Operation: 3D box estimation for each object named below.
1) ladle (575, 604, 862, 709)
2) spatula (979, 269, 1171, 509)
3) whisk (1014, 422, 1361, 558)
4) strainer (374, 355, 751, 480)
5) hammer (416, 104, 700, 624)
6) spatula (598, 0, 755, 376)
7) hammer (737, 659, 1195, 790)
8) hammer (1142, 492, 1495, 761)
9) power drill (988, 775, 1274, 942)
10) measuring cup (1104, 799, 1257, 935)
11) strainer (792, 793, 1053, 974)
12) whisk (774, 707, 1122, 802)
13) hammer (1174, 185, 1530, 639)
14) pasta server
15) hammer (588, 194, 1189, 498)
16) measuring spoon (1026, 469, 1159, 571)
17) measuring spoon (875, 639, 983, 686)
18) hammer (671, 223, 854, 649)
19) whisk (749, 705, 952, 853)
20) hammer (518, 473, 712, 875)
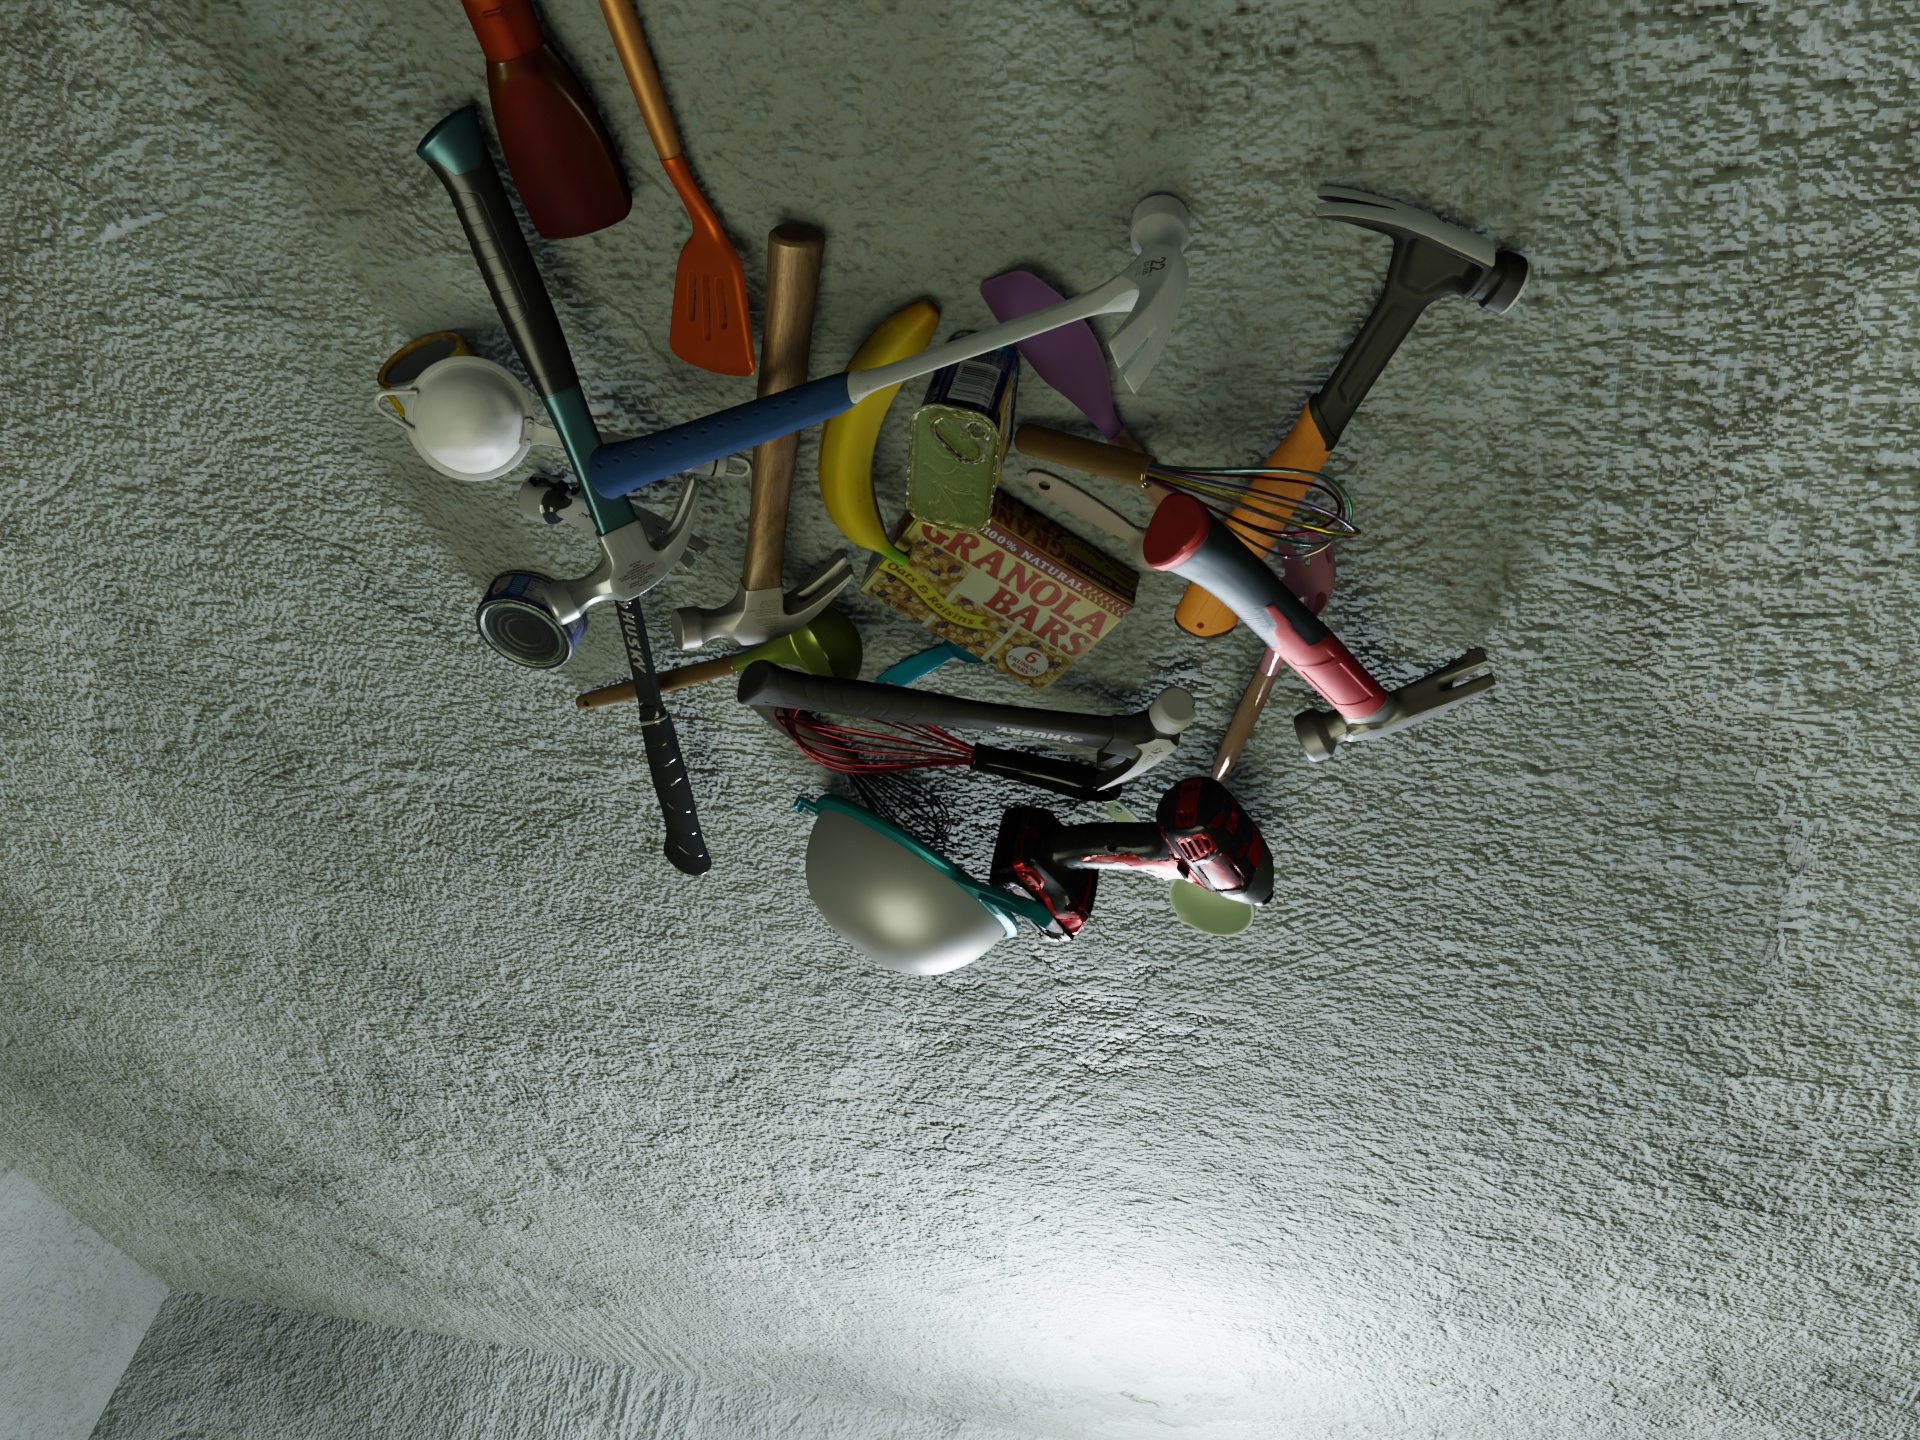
[{"bbox_3d":[-0.210,-0.036,1.306,0.320,0.062,0.078,-11,113,33],"label":"ladle"},{"bbox_3d":[0.118,-0.175,1.058,0.060,0.018,0.315,-4,138,44],"label":"spatula"},{"bbox_3d":[0.138,-0.153,1.006,0.245,0.047,0.051,21,139,29],"label":"whisk"},{"bbox_3d":[-0.271,-0.195,1.104,0.258,0.050,0.086,6,113,-22],"label":"strainer"},{"bbox_3d":[-0.271,-0.230,1.046,0.128,0.033,0.330,-26,120,-13],"label":"hammer"},{"bbox_3d":[-0.185,-0.352,0.937,0.081,0.041,0.322,22,146,34],"label":"spatula"},{"bbox_3d":[-0.002,-0.004,1.212,0.334,0.035,0.146,8,156,-11],"label":"hammer"},{"bbox_3d":[0.226,-0.061,1.004,0.143,0.038,0.386,-24,153,22],"label":"hammer"},{"bbox_3d":[0.147,0.118,1.310,0.220,0.079,0.143,-12,137,33],"label":"power drill"},{"bbox_3d":[0.190,0.115,1.371,0.167,0.038,0.083,44,136,-7],"label":"measuring cup"},{"bbox_3d":[-0.032,0.164,1.326,0.210,0.095,0.340,40,166,-23],"label":"strainer"},{"bbox_3d":[-0.008,0.025,1.310,0.295,0.073,0.073,13,141,-7],"label":"whisk"},{"bbox_3d":[0.209,-0.173,1.002,0.127,0.034,0.336,20,137,-6],"label":"hammer"},{"bbox_3d":[0.215,-0.032,1.151,0.060,0.040,0.316,-16,155,-11],"label":"pasta server"},{"bbox_3d":[-0.056,-0.202,0.962,0.405,0.144,0.035,-14,133,25],"label":"hammer"},{"bbox_3d":[0.097,-0.138,1.110,0.124,0.018,0.034,29,139,-14],"label":"measuring spoon"},{"bbox_3d":[-0.023,-0.043,1.258,0.128,0.021,0.042,-26,125,37],"label":"measuring spoon"},{"bbox_3d":[-0.125,-0.183,1.091,0.130,0.031,0.331,-10,138,-23],"label":"hammer"},{"bbox_3d":[-0.097,0.039,1.364,0.238,0.055,0.055,39,135,-20],"label":"whisk"},{"bbox_3d":[-0.250,-0.016,1.306,0.149,0.036,0.408,16,137,20],"label":"hammer"}]
